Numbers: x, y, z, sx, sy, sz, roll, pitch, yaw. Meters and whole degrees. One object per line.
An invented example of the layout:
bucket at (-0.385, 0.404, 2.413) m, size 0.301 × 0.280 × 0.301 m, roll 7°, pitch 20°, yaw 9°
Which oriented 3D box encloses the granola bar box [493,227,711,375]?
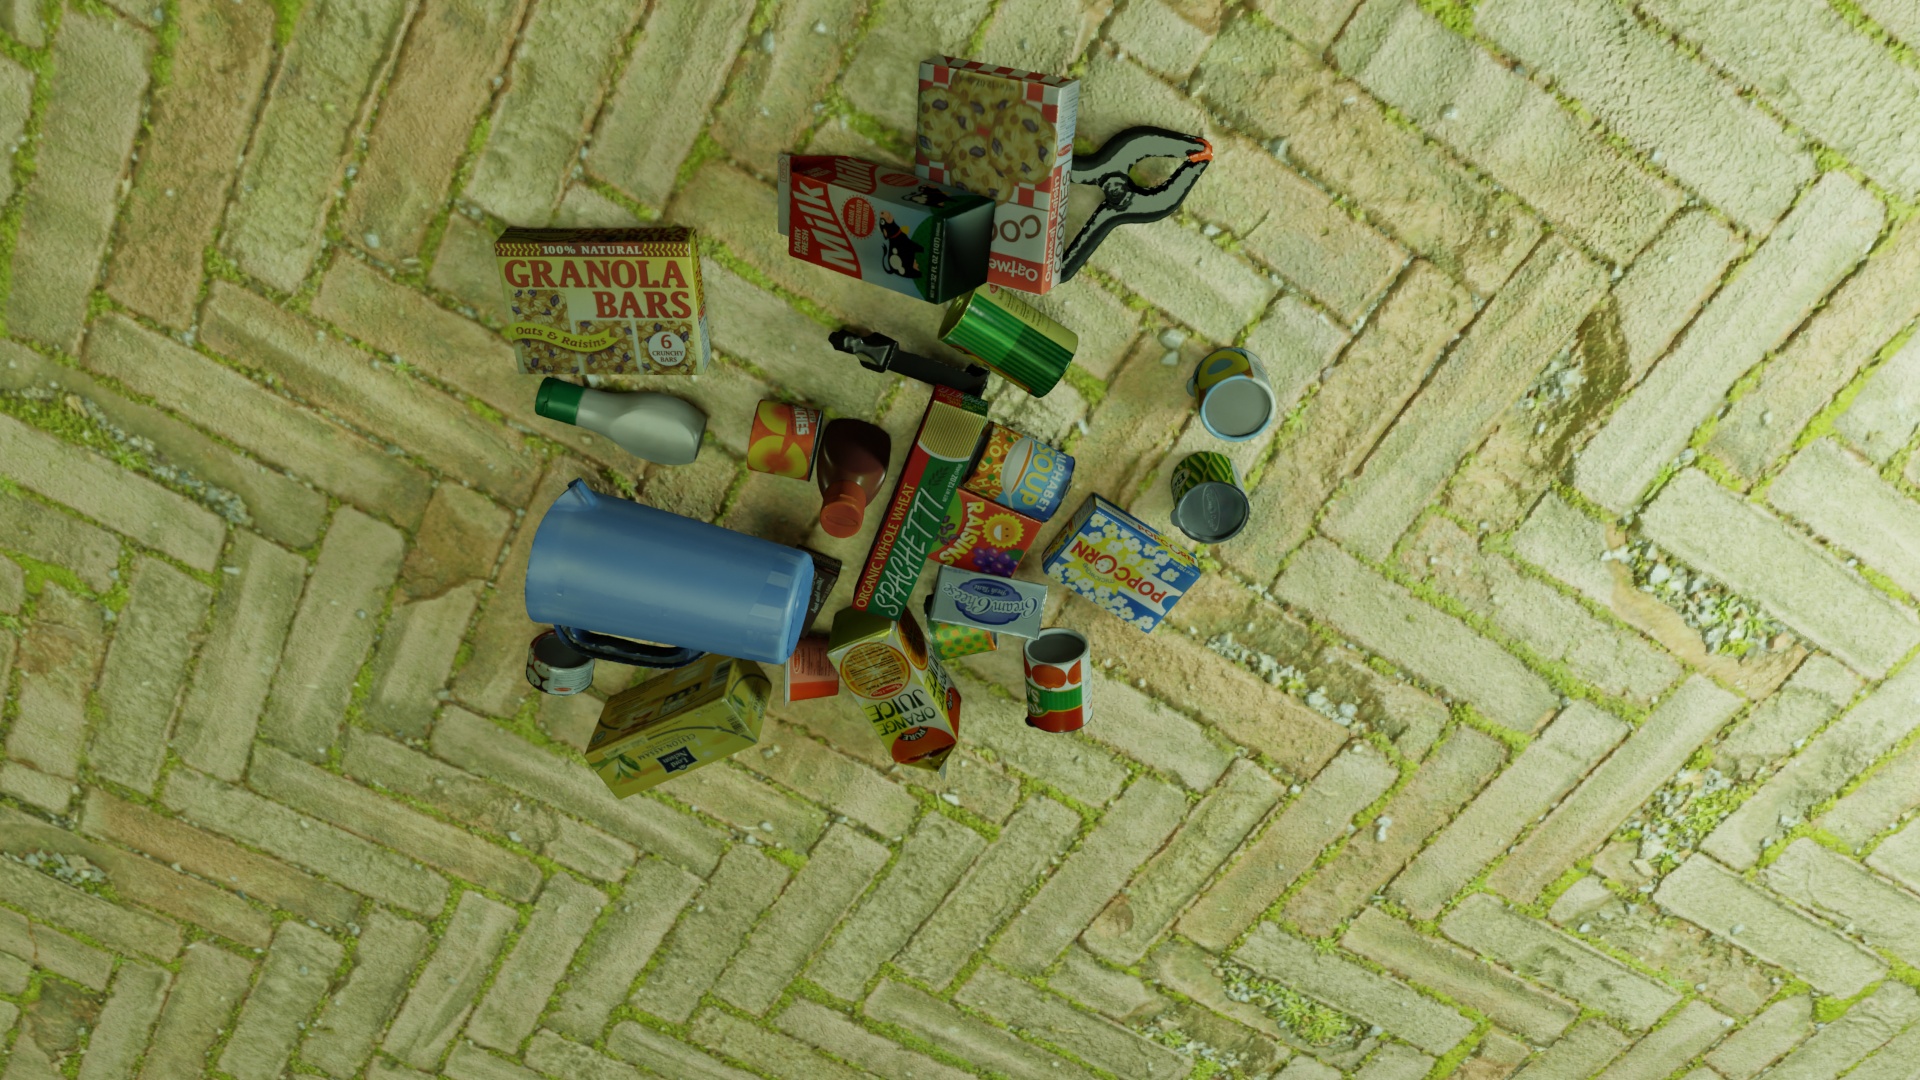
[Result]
granola bar box at (-0.305, -0.206, 1.200) m, size 0.166 × 0.039 × 0.123 m, roll 0°, pitch 122°, yaw 2°

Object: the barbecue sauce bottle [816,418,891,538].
barbecue sauce bottle at (-0.097, -0.055, 1.219) m, size 0.065 × 0.149 × 0.043 m, roll 14°, pitch 120°, yaw -7°

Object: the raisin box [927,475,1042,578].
raisin box at (0.005, -0.016, 1.303) m, size 0.123 × 0.040 × 0.085 m, roll 23°, pitch 120°, yaw -10°

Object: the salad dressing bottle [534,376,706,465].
salad dressing bottle at (-0.307, -0.111, 1.256) m, size 0.148 × 0.044 × 0.064 m, roll 16°, pitch 122°, yaw -6°

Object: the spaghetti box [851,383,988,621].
spaghetti box at (-0.040, -0.027, 1.253) m, size 0.050 × 0.029 × 0.248 m, roll 18°, pitch 125°, yaw -9°

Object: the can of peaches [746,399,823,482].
can of peaches at (-0.157, -0.092, 1.247) m, size 0.058 × 0.071 × 0.071 m, roll 11°, pitch 121°, yaw -3°

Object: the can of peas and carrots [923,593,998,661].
can of peas and carrots at (0.001, 0.078, 1.343) m, size 0.059 × 0.071 × 0.070 m, roll -12°, pitch 120°, yaw 8°

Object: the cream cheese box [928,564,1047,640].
cream cheese box at (0.026, 0.058, 1.296) m, size 0.104 × 0.024 × 0.053 m, roll 11°, pitch 89°, yaw -4°

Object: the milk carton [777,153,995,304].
milk carton at (-0.073, -0.256, 1.116) m, size 0.191 × 0.074 × 0.072 m, roll 22°, pitch 125°, yaw 26°

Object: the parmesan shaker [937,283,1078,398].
parmesan shaker at (0.041, -0.173, 1.188) m, size 0.103 × 0.072 × 0.071 m, roll 30°, pitch 118°, yaw -15°

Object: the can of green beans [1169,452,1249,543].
can of green beans at (0.227, -0.040, 1.269) m, size 0.071 × 0.058 × 0.071 m, roll 1°, pitch 121°, yaw 2°

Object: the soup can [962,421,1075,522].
soup can at (0.053, -0.062, 1.255) m, size 0.084 × 0.072 × 0.071 m, roll 23°, pitch 119°, yaw -11°

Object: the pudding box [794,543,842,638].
pudding box at (-0.155, 0.049, 1.354) m, size 0.049 × 0.030 × 0.083 m, roll 25°, pitch 119°, yaw -11°

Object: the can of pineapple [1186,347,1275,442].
can of pineapple at (0.238, -0.126, 1.216) m, size 0.071 × 0.058 × 0.070 m, roll 1°, pitch 122°, yaw 2°

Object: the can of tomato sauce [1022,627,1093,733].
can of tomato sauce at (0.095, 0.138, 1.377) m, size 0.071 × 0.071 × 0.082 m, roll -3°, pitch 120°, yaw 4°

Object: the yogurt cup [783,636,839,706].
yogurt cup at (-0.148, 0.127, 1.382) m, size 0.054 × 0.073 × 0.072 m, roll 1°, pitch 122°, yaw -7°

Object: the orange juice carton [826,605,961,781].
orange juice carton at (-0.055, 0.151, 1.387) m, size 0.073 × 0.072 × 0.192 m, roll -21°, pitch 118°, yaw 15°

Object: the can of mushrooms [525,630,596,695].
can of mushrooms at (-0.400, 0.120, 1.387) m, size 0.071 × 0.071 × 0.033 m, roll 14°, pitch 121°, yaw -6°

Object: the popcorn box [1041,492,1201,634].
popcorn box at (0.152, 0.022, 1.321) m, size 0.126 × 0.038 × 0.085 m, roll 30°, pitch 116°, yaw -15°

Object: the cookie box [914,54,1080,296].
cookie box at (0.026, -0.291, 1.110) m, size 0.123 × 0.040 × 0.166 m, roll 18°, pitch 124°, yaw 22°
